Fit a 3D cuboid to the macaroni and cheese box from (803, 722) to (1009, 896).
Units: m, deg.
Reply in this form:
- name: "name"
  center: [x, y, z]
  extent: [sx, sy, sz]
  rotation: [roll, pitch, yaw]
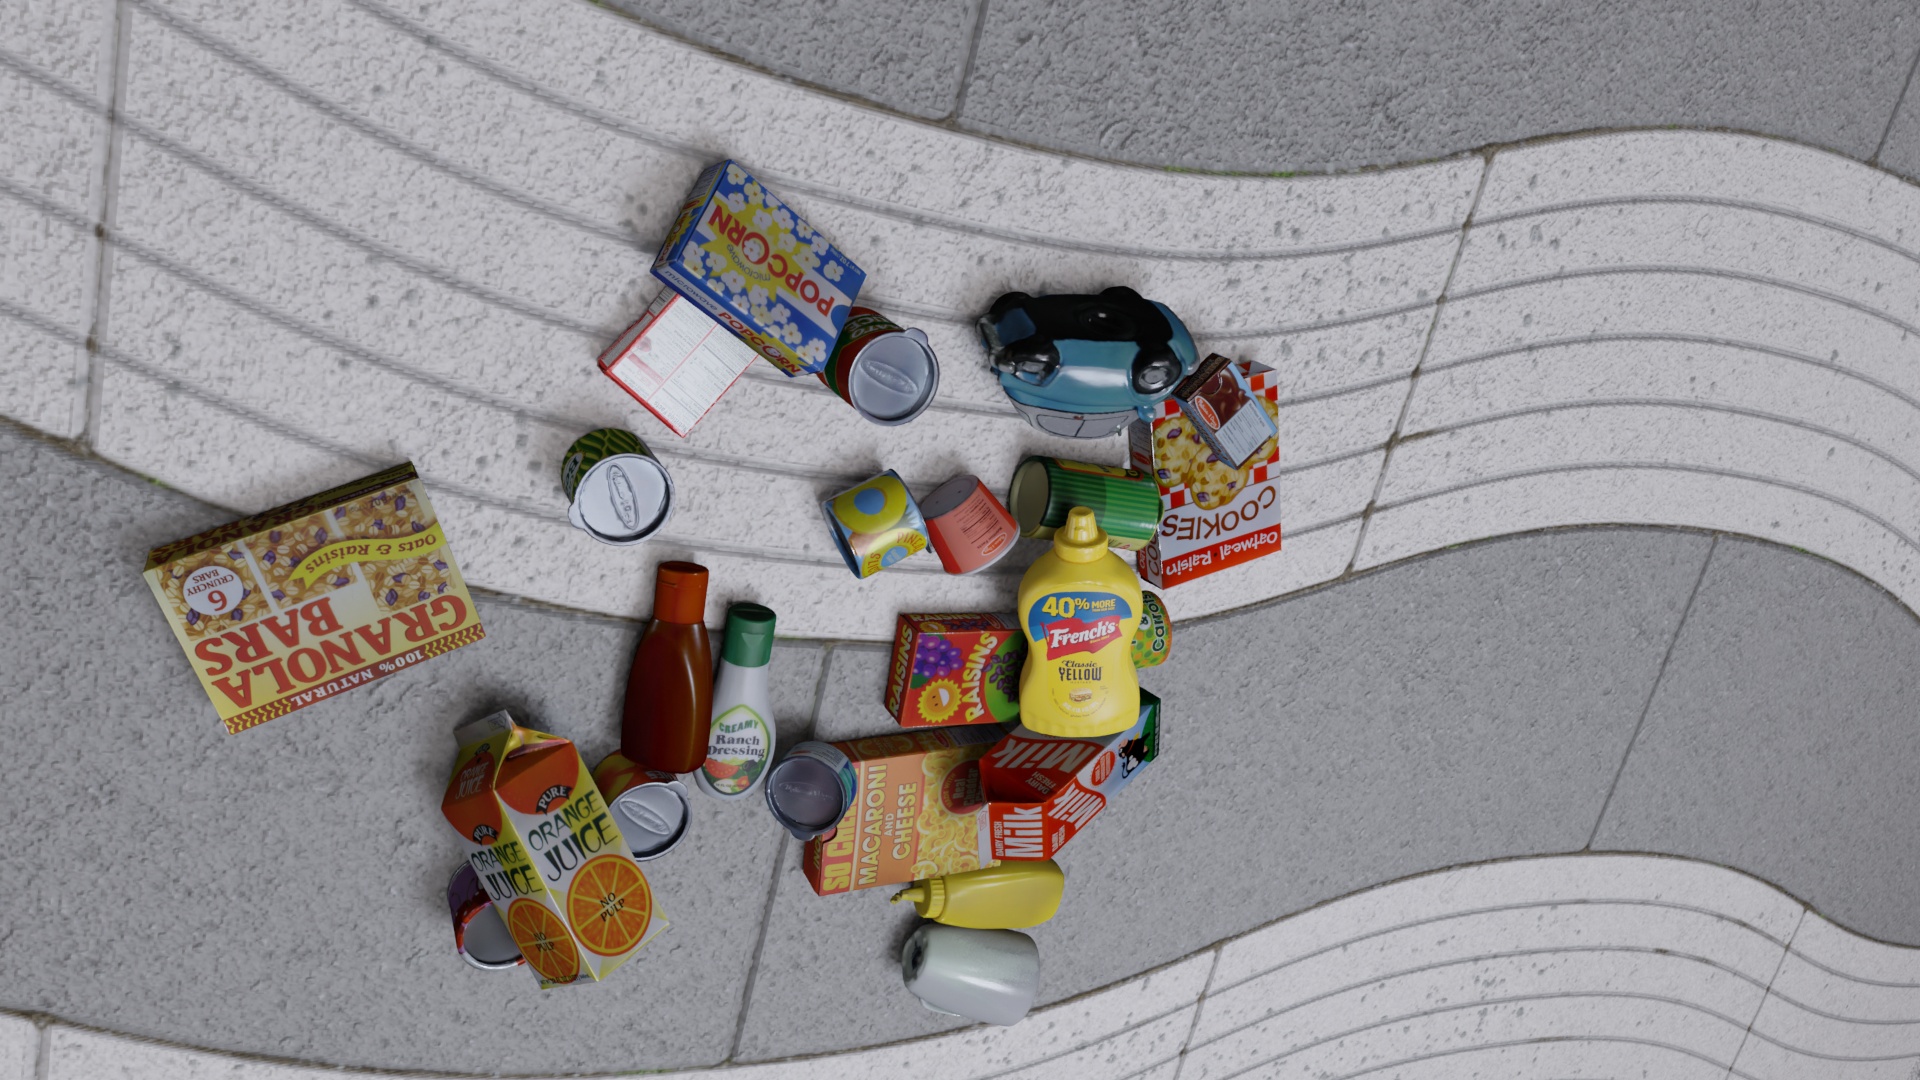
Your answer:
- name: "macaroni and cheese box"
  center: [-0.042, 0.221, 1.150]
  extent: [0.167, 0.040, 0.123]
  rotation: [-4, 111, -25]

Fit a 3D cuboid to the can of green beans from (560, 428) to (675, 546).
- name: "can of green beans"
  center: [-0.232, -0.037, 0.938]
  extent: [0.071, 0.058, 0.071]
  rotation: [-10, 115, -22]

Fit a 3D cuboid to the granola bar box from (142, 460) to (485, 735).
- name: "granola bar box"
  center: [-0.409, 0.036, 0.892]
  extent: [0.166, 0.039, 0.123]
  rotation: [-22, 118, -17]

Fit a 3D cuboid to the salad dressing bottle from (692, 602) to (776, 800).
- name: "salad dressing bottle"
  center: [-0.167, 0.121, 1.044]
  extent: [0.064, 0.044, 0.147]
  rotation: [5, 108, -18]

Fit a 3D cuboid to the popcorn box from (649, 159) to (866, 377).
- name: "popcorn box"
  center: [-0.132, -0.178, 0.921]
  extent: [0.126, 0.038, 0.085]
  rotation: [36, 63, -33]

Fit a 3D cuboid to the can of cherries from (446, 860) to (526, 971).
- name: "can of cherries"
  center: [-0.336, 0.268, 1.014]
  extent: [0.072, 0.058, 0.071]
  rotation: [-10, 115, -22]

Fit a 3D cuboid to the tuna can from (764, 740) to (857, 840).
- name: "tuna can"
  center: [-0.114, 0.193, 1.071]
  extent: [0.071, 0.033, 0.071]
  rotation: [3, 105, 12]

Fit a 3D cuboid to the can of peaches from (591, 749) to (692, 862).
- name: "can of peaches"
  center: [-0.237, 0.193, 1.032]
  extent: [0.071, 0.058, 0.071]
  rotation: [-10, 114, -22]

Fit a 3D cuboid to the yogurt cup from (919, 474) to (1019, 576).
- name: "yogurt cup"
  center: [0.004, -0.013, 1.063]
  extent: [0.072, 0.072, 0.053]
  rotation: [-37, 114, -8]

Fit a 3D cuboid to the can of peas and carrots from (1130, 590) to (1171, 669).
- name: "can of peas and carrots"
  center: [0.136, 0.076, 1.160]
  extent: [0.059, 0.071, 0.070]
  rotation: [-6, 113, -25]

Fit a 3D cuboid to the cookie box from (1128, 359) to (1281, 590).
- name: "cookie box"
  center: [0.205, -0.054, 1.159]
  extent: [0.123, 0.040, 0.166]
  rotation: [-17, 116, -20]

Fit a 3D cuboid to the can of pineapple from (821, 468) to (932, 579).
- name: "can of pineapple"
  center: [-0.062, -0.011, 1.027]
  extent: [0.058, 0.071, 0.070]
  rotation: [-27, 120, -13]

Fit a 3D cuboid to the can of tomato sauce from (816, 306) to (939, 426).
- name: "can of tomato sauce"
  center: [-0.061, -0.125, 0.971]
  extent: [0.071, 0.083, 0.071]
  rotation: [-10, 115, -22]

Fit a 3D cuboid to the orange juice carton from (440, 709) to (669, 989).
- name: "orange juice carton"
  center: [-0.291, 0.210, 0.969]
  extent: [0.073, 0.071, 0.192]
  rotation: [-34, 100, -51]

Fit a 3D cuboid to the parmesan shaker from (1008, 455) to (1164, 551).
- name: "parmesan shaker"
  center: [0.099, -0.030, 1.097]
  extent: [0.103, 0.071, 0.071]
  rotation: [7, 108, -28]

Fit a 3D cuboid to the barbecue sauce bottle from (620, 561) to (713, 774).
- name: "barbecue sauce bottle"
  center: [-0.208, 0.091, 1.005]
  extent: [0.044, 0.065, 0.148]
  rotation: [-21, 121, -69]

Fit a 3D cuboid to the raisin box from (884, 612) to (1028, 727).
- name: "raisin box"
  center: [0.006, 0.103, 1.126]
  extent: [0.123, 0.040, 0.085]
  rotation: [1, 111, -28]

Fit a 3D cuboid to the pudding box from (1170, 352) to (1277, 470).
- name: "pudding box"
  center: [0.210, -0.102, 1.099]
  extent: [0.050, 0.030, 0.083]
  rotation: [-44, 121, -3]

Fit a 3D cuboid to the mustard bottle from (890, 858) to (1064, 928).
- name: "mustard bottle"
  center: [0.011, 0.304, 1.206]
  extent: [0.160, 0.049, 0.065]
  rotation: [5, 110, -27]

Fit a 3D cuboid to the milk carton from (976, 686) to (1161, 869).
- name: "milk carton"
  center: [0.078, 0.189, 1.133]
  extent: [0.191, 0.073, 0.072]
  rotation: [-36, 138, -33]
